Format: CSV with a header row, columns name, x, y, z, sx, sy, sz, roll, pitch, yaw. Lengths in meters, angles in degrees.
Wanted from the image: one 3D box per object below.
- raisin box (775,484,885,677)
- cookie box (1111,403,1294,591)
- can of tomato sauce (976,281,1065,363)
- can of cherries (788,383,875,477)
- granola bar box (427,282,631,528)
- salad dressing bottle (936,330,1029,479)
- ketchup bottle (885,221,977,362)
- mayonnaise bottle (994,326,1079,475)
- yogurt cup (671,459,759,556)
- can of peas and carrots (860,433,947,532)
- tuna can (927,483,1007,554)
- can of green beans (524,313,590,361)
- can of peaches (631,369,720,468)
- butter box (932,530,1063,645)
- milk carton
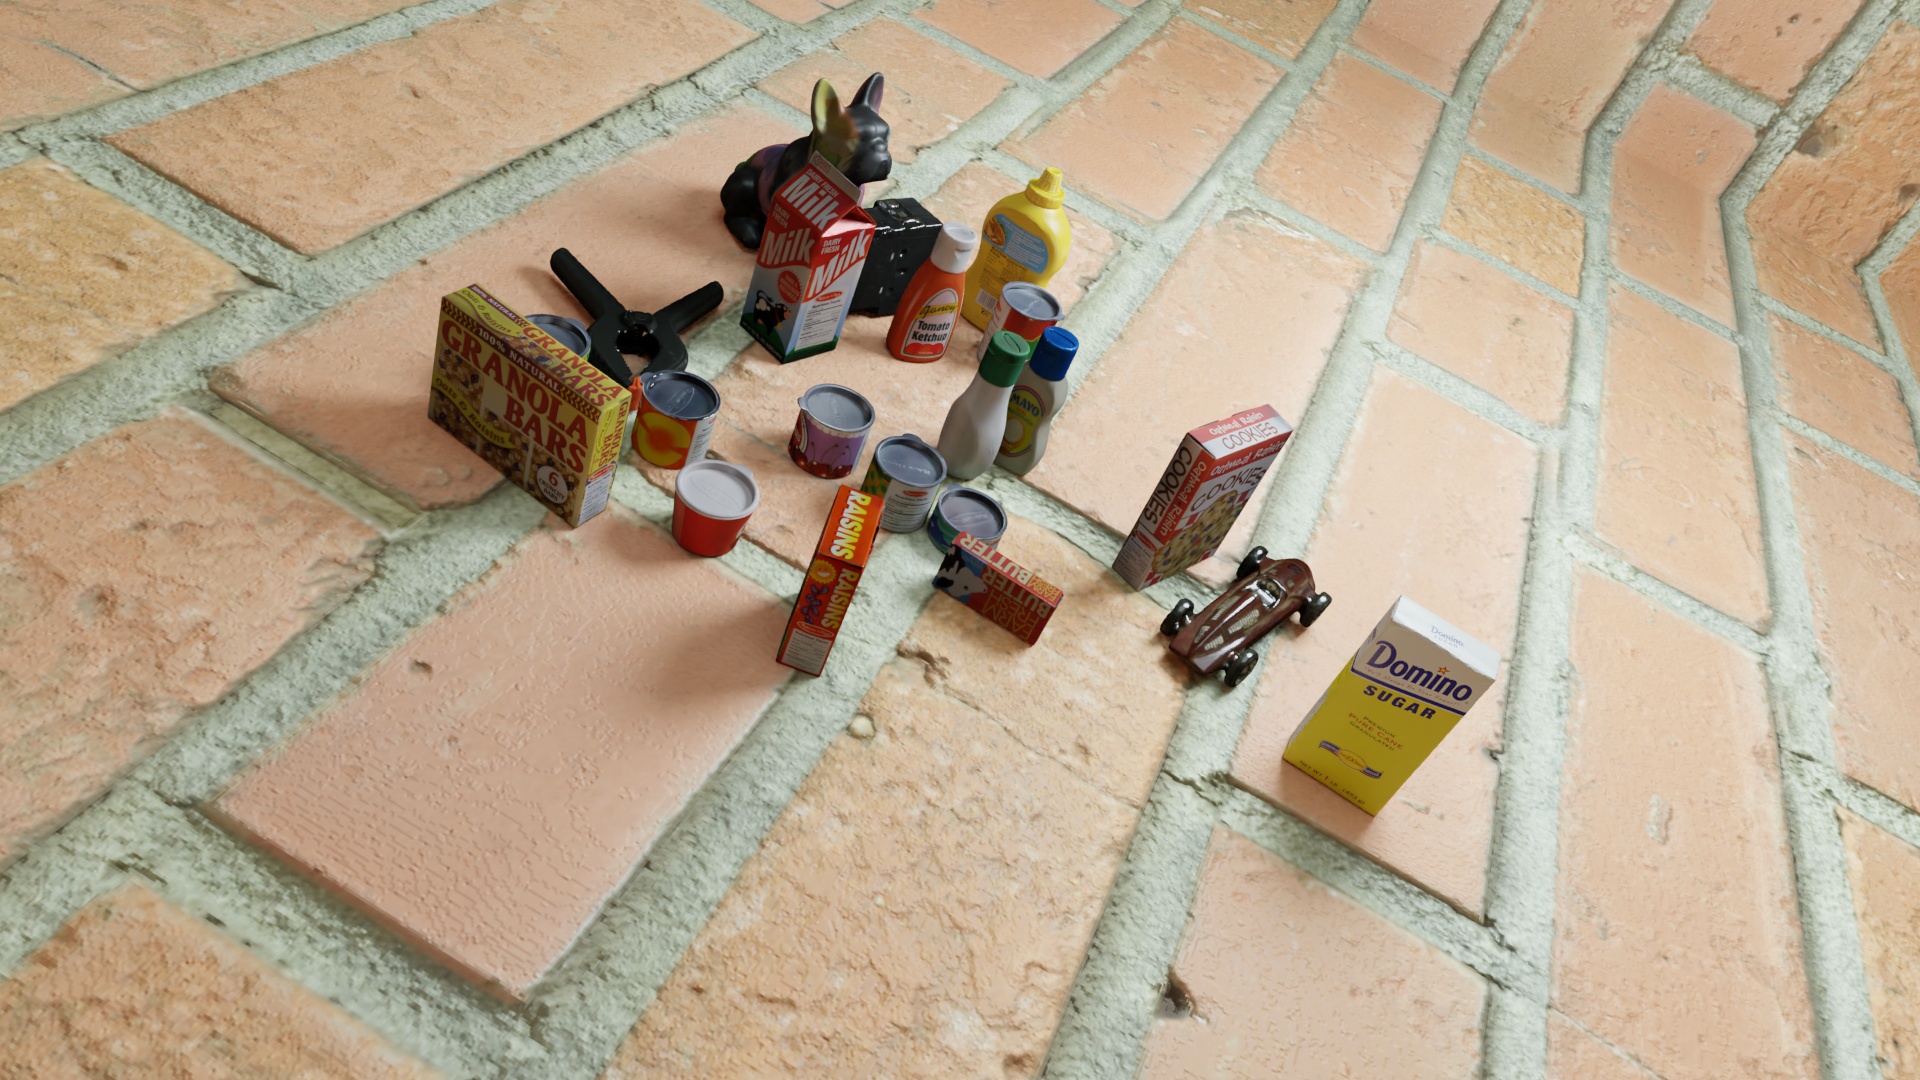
name,x,y,z,sx,sy,sz,roll,pitch,yaw
raisin box,-0.099,0.031,1.059,0.040,0.122,0.086,20,39,-6
cookie box,0.220,-0.040,1.268,0.123,0.166,0.040,-21,57,-42
can of tomato sauce,0.063,-0.217,1.453,0.071,0.082,0.071,14,40,-12
can of cherries,-0.118,-0.099,1.246,0.071,0.058,0.072,14,40,-12
granola bar box,-0.339,-0.106,1.088,0.166,0.123,0.039,35,40,13
salad dressing bottle,0.022,-0.123,1.275,0.044,0.146,0.064,-6,48,-32
ketchup bottle,-0.025,-0.248,1.391,0.065,0.148,0.044,-3,46,-30
mayonnaise bottle,0.068,-0.133,1.310,0.065,0.147,0.041,34,40,11
yogurt cup,-0.201,-0.024,1.123,0.072,0.053,0.073,14,40,-12
can of peas and carrots,-0.052,-0.051,1.226,0.071,0.058,0.071,14,40,-12
tuna can,0.004,-0.015,1.236,0.071,0.032,0.071,14,40,-12
can of green beans,-0.353,-0.151,1.184,0.071,0.057,0.071,14,40,-12
can of peaches,-0.246,-0.104,1.187,0.071,0.057,0.071,14,40,-12
butter box,0.032,0.040,1.171,0.103,0.052,0.024,31,39,8
milk carton,-0.142,-0.269,1.321,0.074,0.189,0.072,-24,59,-43
